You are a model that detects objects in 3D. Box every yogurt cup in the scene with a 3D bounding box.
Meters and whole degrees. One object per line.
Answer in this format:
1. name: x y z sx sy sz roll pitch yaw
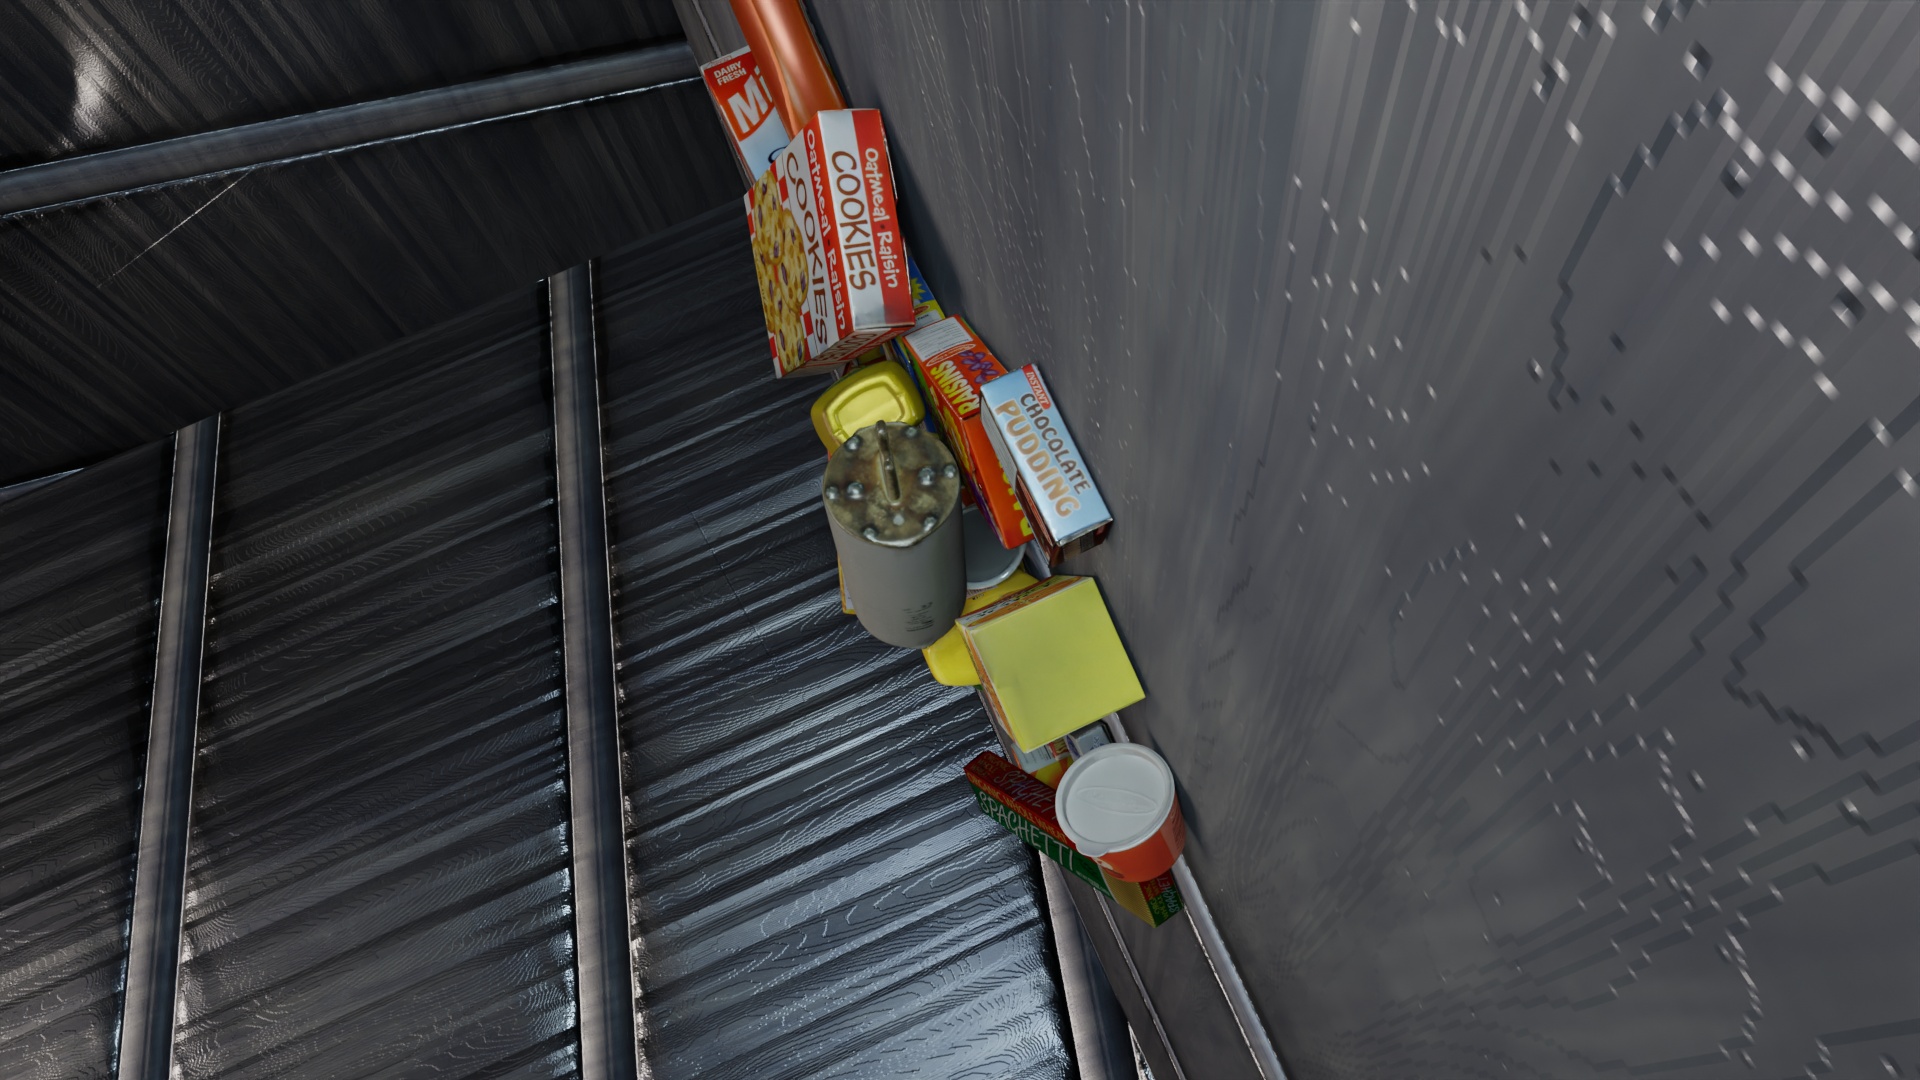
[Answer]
1. yogurt cup: 0.093 0.155 0.780 0.053 0.072 0.073 59 -178 -43

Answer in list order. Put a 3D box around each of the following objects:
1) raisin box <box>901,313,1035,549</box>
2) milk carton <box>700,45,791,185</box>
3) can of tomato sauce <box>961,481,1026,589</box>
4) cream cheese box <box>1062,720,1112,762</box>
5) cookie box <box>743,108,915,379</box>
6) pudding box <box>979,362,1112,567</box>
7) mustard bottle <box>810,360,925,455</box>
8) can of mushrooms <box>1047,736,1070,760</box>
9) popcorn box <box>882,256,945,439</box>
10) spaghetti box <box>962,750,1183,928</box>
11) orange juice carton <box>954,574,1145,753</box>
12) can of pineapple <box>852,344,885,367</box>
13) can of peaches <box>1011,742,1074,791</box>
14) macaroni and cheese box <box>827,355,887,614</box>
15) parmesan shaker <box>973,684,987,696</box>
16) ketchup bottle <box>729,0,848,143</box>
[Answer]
1. raisin box: 0.011 -0.062 0.762 0.124 0.040 0.085 -121 9 -57
2. milk carton: -0.126 -0.291 1.000 0.073 0.072 0.191 74 171 -65
3. can of tomato sauce: 0.003 -0.012 0.959 0.071 0.071 0.083 69 172 -30
4. cream cheese box: 0.097 0.157 1.006 0.104 0.024 0.053 137 108 -86
5. cookie box: -0.081 -0.171 0.830 0.167 0.040 0.123 172 88 -67
6. pudding box: 0.038 -0.034 0.641 0.049 0.030 0.084 88 158 -76
7. mustard bottle: -0.060 -0.083 0.871 0.048 0.065 0.160 60 178 -10
8. can of mushrooms: 0.077 0.138 1.095 0.071 0.033 0.071 161 86 -86
9. popcorn box: -0.022 -0.113 0.918 0.126 0.038 0.085 73 171 -56
10. spaghetti box: 0.079 0.223 1.070 0.250 0.029 0.050 19 135 59
11. orange juice carton: 0.045 0.067 0.816 0.192 0.073 0.072 161 85 -86
12. can of pineapple: -0.060 -0.164 0.975 0.071 0.058 0.071 160 86 -86
13. can of peaches: 0.082 0.192 1.169 0.071 0.058 0.071 160 86 -85
14. macaroni and cheese box: -0.066 -0.046 1.029 0.124 0.040 0.165 -81 -8 -49
15. parmesan shaker: 0.046 0.101 1.022 0.103 0.071 0.071 -128 14 -72
16. ketchup bottle: -0.099 -0.284 0.886 0.065 0.043 0.148 -137 23 -76
